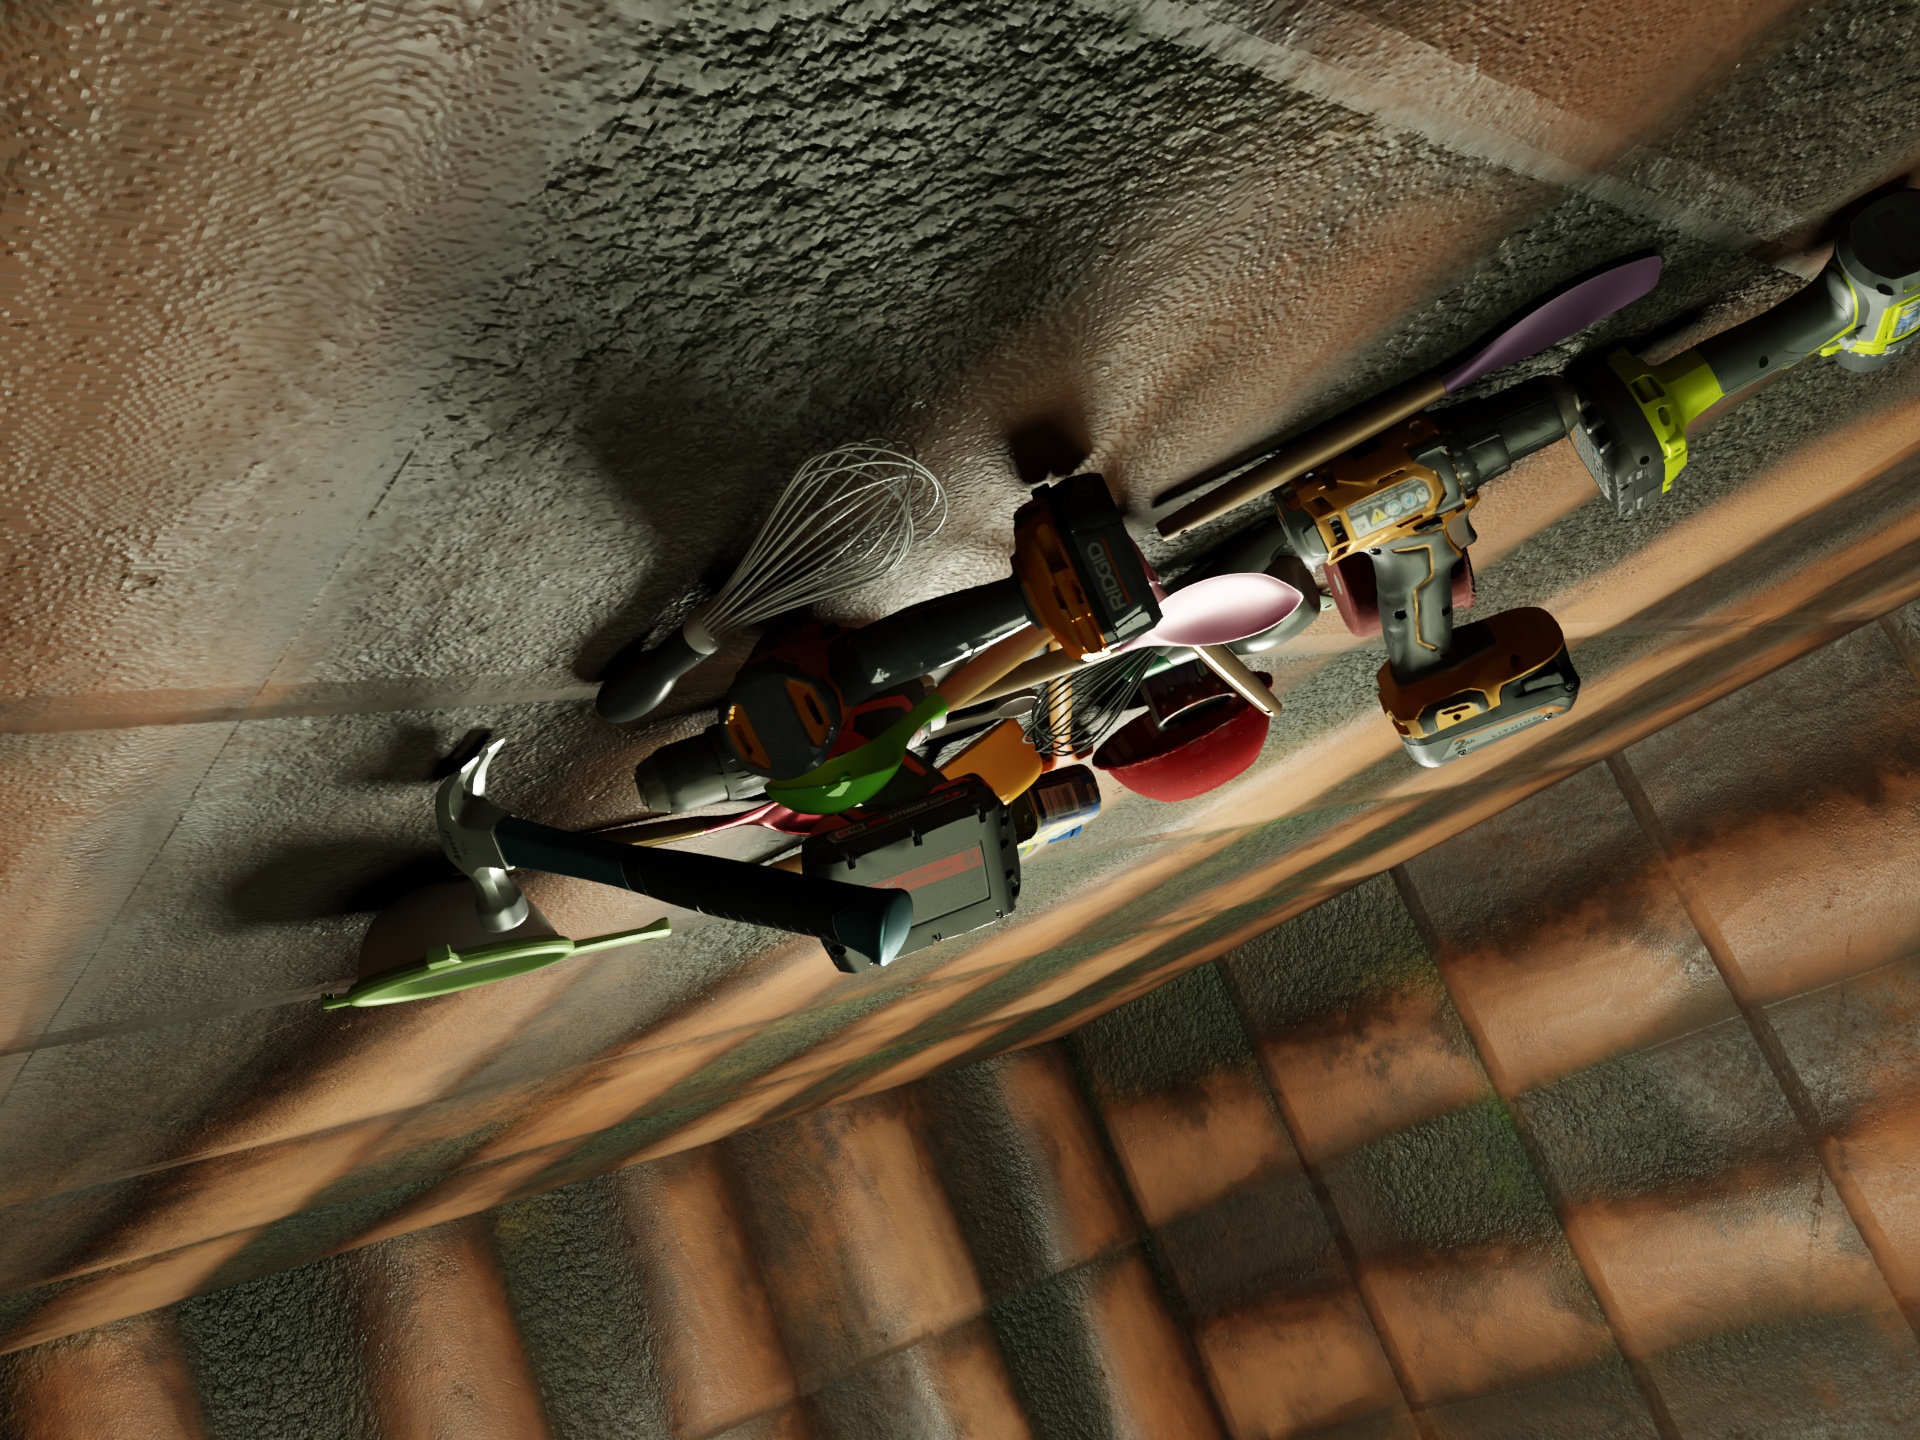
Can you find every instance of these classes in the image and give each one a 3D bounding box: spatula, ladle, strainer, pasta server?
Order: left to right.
[{"bbox_3d":[-0.313,0.142,1.128,0.151,0.069,0.256,-23,168,37],"label":"strainer"},{"bbox_3d":[-0.211,0.082,1.147,0.315,0.031,0.069,-9,152,-32],"label":"ladle"},{"bbox_3d":[0.074,-0.008,1.238,0.081,0.041,0.322,-19,159,-4],"label":"spatula"},{"bbox_3d":[0.145,-0.055,1.036,0.060,0.040,0.316,-8,156,31],"label":"pasta server"},{"bbox_3d":[0.257,-0.185,0.928,0.316,0.018,0.059,-28,160,13],"label":"spatula"}]

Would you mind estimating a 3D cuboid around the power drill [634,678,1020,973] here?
[{"bbox_3d":[-0.081,0.048,0.929,0.188,0.227,0.080,-19,122,-14],"label":"power drill"}]

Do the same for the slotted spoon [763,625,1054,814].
[{"bbox_3d":[0.004,-0.021,0.922,0.070,0.031,0.314,-3,-156,42],"label":"slotted spoon"}]

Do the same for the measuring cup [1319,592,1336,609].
[{"bbox_3d":[0.246,-0.078,1.202,0.167,0.038,0.083,-1,153,-46],"label":"measuring cup"}]

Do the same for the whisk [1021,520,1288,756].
[{"bbox_3d":[0.131,-0.055,1.092,0.239,0.055,0.055,-42,156,22],"label":"whisk"}]

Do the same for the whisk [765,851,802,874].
[{"bbox_3d":[-0.103,0.115,1.356,0.245,0.051,0.047,-21,169,8],"label":"whisk"}]

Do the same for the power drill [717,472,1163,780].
[{"bbox_3d":[-0.014,-0.052,0.855,0.226,0.084,0.164,-23,-166,8],"label":"power drill"}]

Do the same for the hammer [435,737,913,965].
[{"bbox_3d":[-0.165,0.083,0.861,0.331,0.128,0.033,7,-145,33],"label":"hammer"}]

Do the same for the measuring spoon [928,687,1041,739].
[{"bbox_3d":[-0.002,-0.004,1.176,0.124,0.018,0.034,-16,158,5],"label":"measuring spoon"}]

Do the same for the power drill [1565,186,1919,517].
[{"bbox_3d":[0.511,-0.227,1.022,0.228,0.080,0.190,-30,161,17],"label":"power drill"}]

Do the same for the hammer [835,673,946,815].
[{"bbox_3d":[-0.086,0.101,1.220,0.146,0.038,0.410,-18,152,-11],"label":"hammer"}]

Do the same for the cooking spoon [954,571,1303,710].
[{"bbox_3d":[0.084,-0.045,1.008,0.068,0.017,0.319,22,155,-33],"label":"cooking spoon"}]

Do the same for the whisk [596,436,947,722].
[{"bbox_3d":[-0.110,-0.060,0.800,0.070,0.070,0.284,-4,161,-45],"label":"whisk"}]

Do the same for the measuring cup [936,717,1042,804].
[{"bbox_3d":[0.003,0.054,1.251,0.095,0.052,0.173,-38,180,-29],"label":"measuring cup"}]

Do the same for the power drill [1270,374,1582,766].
[{"bbox_3d":[0.320,-0.098,1.005,0.185,0.084,0.226,-25,120,14],"label":"power drill"}]
